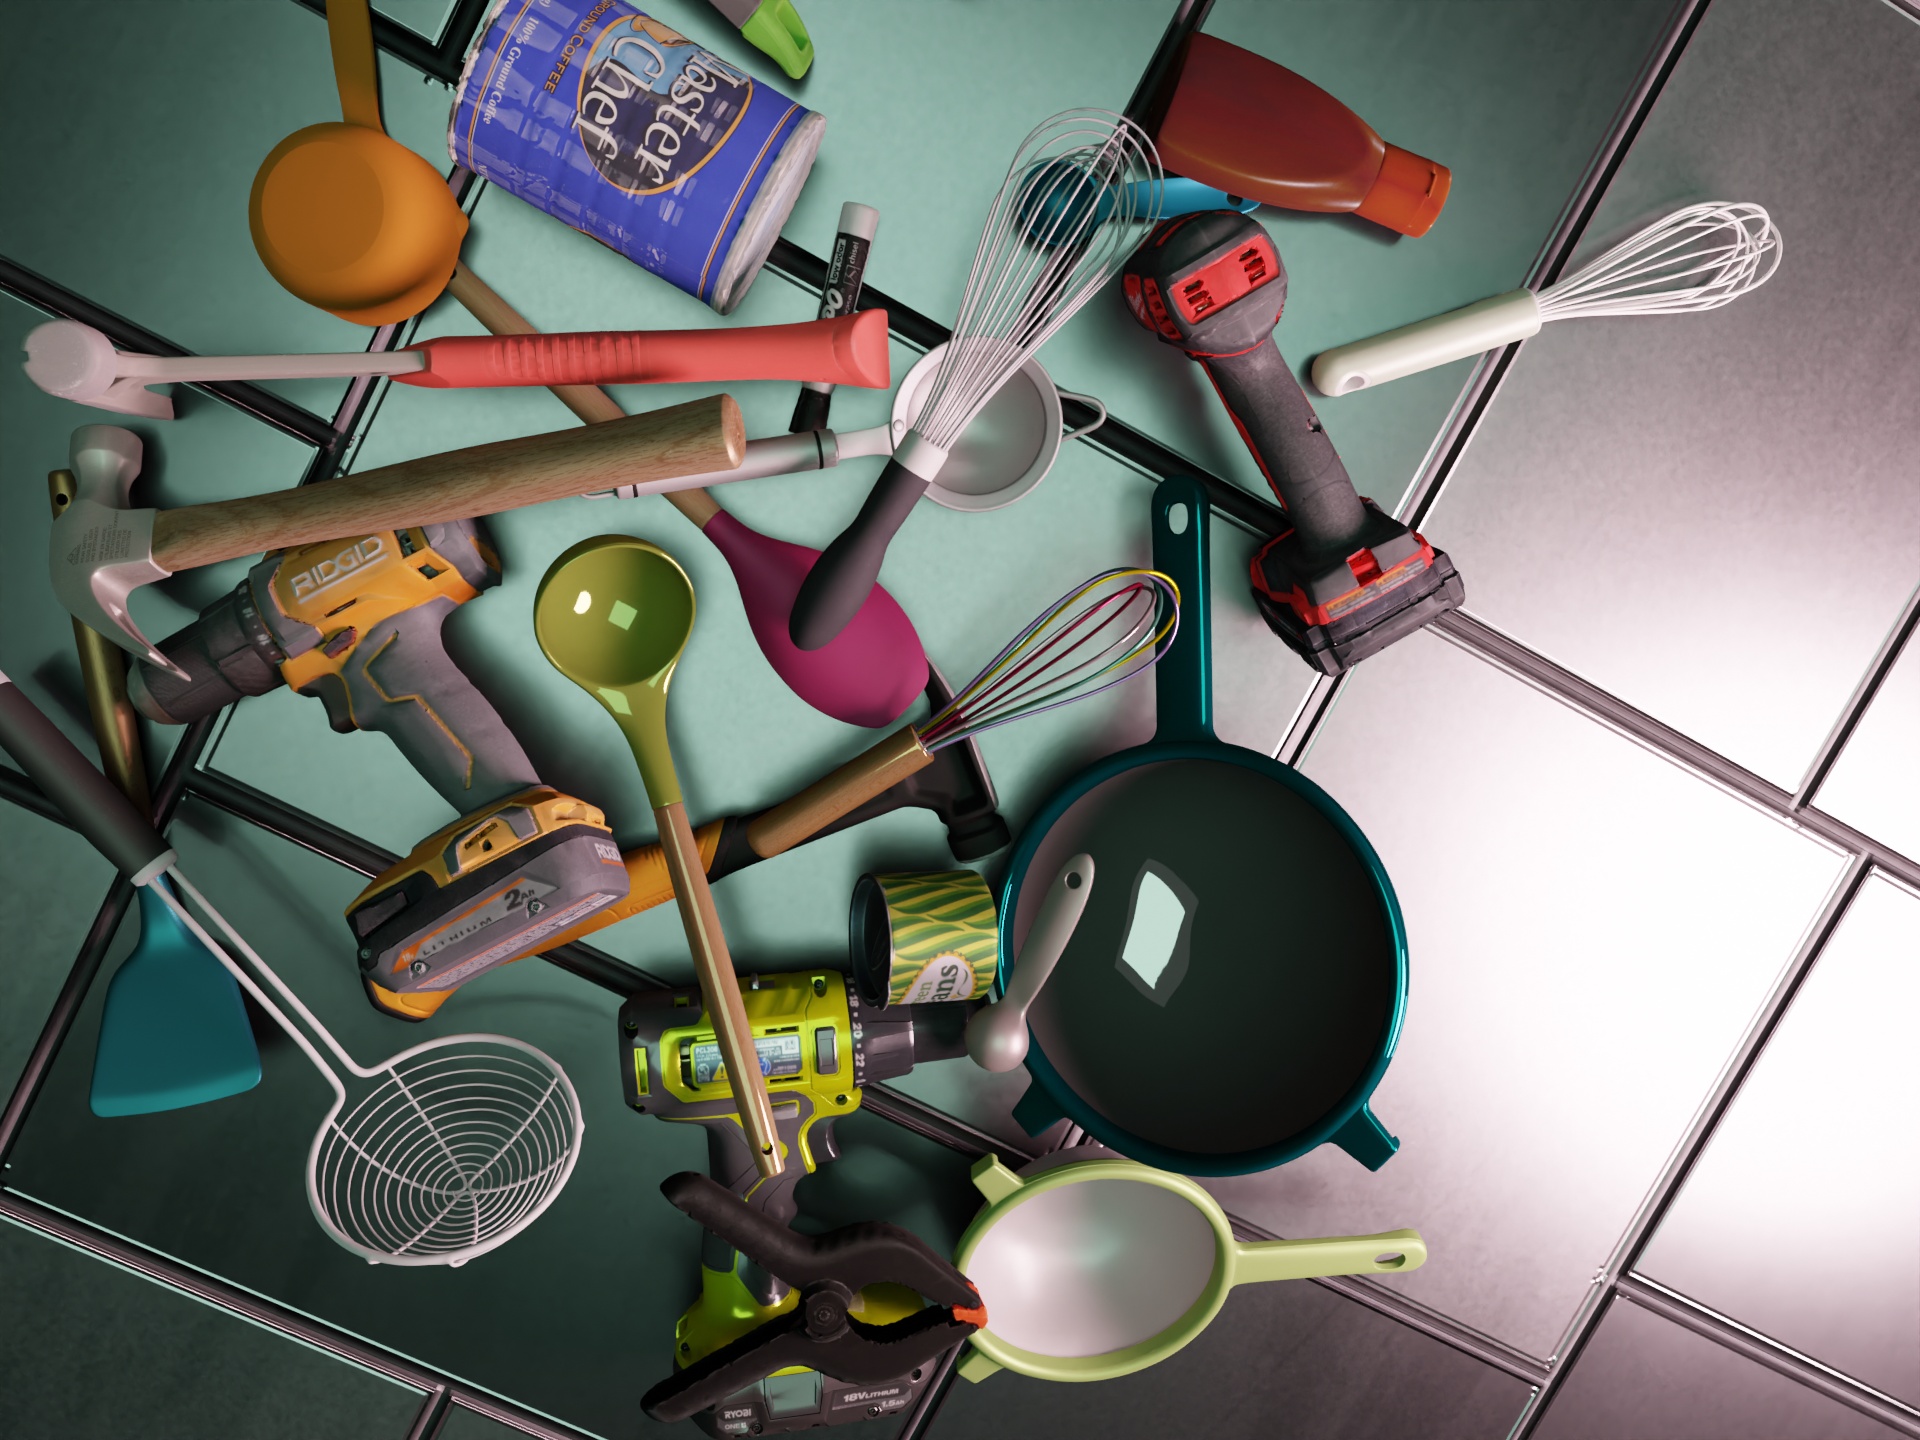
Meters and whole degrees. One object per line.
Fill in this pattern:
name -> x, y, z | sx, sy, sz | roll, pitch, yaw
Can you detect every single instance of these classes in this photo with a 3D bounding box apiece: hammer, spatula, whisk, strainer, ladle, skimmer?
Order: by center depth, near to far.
hammer -> -0.260, -0.100, 0.727 | 0.331, 0.031, 0.130 | -9, 69, 7
hammer -> -0.212, -0.164, 0.729 | 0.359, 0.149, 0.036 | -4, 97, -8
whisk -> 0.000, -0.150, 0.737 | 0.070, 0.070, 0.284 | 31, 103, -9
skimmer -> -0.332, 0.106, 0.749 | 0.363, 0.090, 0.127 | 49, 51, -5
ladle -> -0.133, 0.066, 0.767 | 0.078, 0.062, 0.320 | -16, 88, -15
whisk -> -0.002, -0.004, 0.774 | 0.245, 0.047, 0.051 | -32, 70, 9
strainer -> -0.059, -0.136, 0.776 | 0.258, 0.050, 0.086 | -11, 109, -11
spatula -> -0.414, 0.035, 0.787 | 0.082, 0.044, 0.317 | -9, 98, -8
strainer -> 0.127, 0.051, 0.807 | 0.211, 0.095, 0.340 | -2, 88, 27
whisk -> 0.297, -0.212, 0.811 | 0.246, 0.057, 0.059 | -17, 66, 1
hammer -> -0.150, 0.068, 0.819 | 0.337, 0.034, 0.127 | -22, 101, -1
strainer -> 0.118, 0.273, 0.854 | 0.256, 0.069, 0.151 | -1, 117, -8

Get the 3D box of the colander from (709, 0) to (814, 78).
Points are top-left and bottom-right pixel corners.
colander -> -0.237, -0.414, 0.706 | 0.396, 0.205, 0.094 | 39, 129, -25

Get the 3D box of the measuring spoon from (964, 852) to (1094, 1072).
measuring spoon -> 0.034, 0.121, 0.790 | 0.034, 0.018, 0.124 | 30, 102, 24

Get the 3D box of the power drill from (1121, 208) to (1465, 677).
power drill -> 0.148, -0.141, 0.765 | 0.078, 0.143, 0.219 | -30, 107, 4

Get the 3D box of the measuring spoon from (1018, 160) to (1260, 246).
measuring spoon -> 0.089, -0.259, 0.800 | 0.128, 0.021, 0.042 | -6, 93, -13

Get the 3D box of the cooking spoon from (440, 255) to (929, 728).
cooking spoon -> -0.141, -0.116, 0.782 | 0.319, 0.017, 0.069 | 43, 91, -3

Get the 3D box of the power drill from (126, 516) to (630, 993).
power drill -> -0.280, 0.017, 0.758 | 0.185, 0.084, 0.226 | -27, 80, 0

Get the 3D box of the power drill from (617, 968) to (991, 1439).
power drill -> -0.074, 0.242, 0.833 | 0.190, 0.080, 0.228 | -4, 97, -9

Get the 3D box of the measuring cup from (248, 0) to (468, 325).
measuring cup -> -0.289, -0.275, 0.740 | 0.095, 0.052, 0.173 | -4, 95, 7
